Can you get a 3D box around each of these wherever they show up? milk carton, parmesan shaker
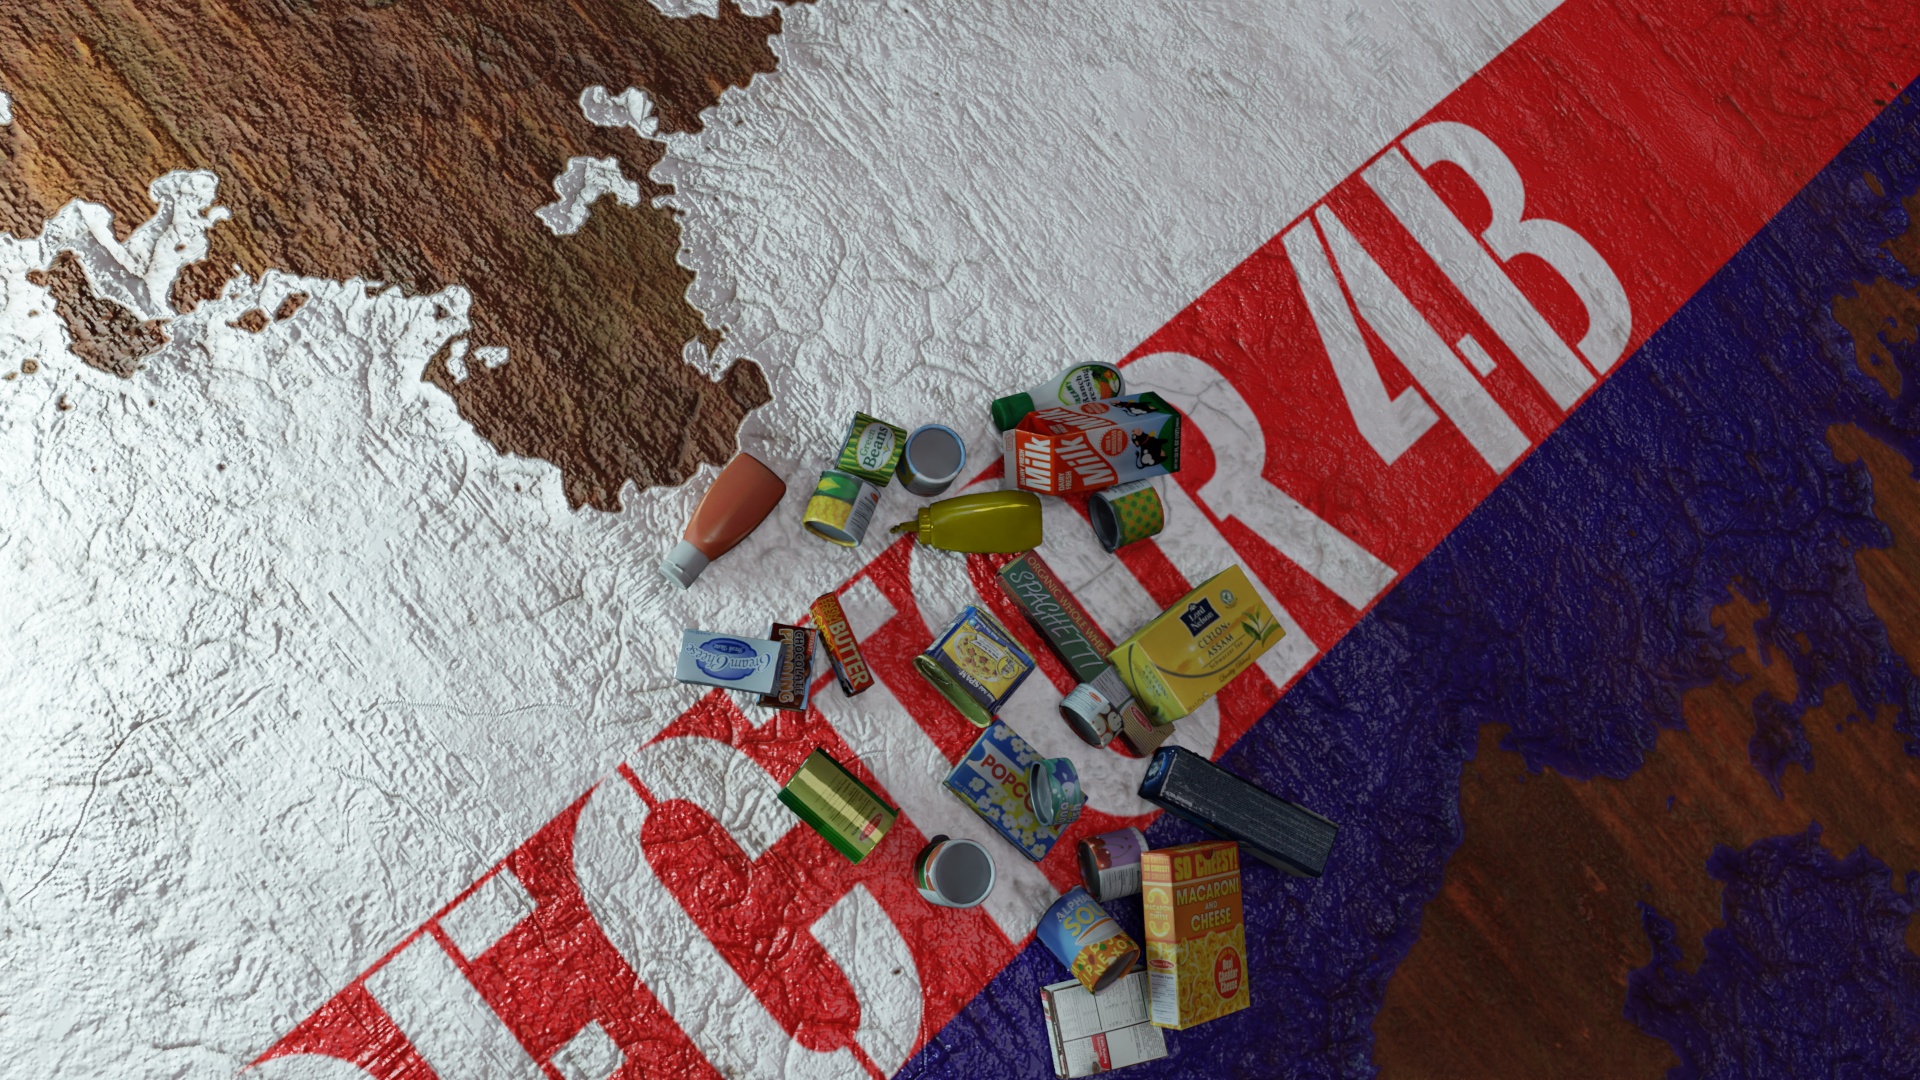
[{"bbox_3d":[0.137,-0.102,1.496,0.191,0.074,0.072,-12,119,-15],"label":"milk carton"},{"bbox_3d":[-0.119,0.258,1.363,0.103,0.071,0.071,41,71,-1],"label":"parmesan shaker"}]

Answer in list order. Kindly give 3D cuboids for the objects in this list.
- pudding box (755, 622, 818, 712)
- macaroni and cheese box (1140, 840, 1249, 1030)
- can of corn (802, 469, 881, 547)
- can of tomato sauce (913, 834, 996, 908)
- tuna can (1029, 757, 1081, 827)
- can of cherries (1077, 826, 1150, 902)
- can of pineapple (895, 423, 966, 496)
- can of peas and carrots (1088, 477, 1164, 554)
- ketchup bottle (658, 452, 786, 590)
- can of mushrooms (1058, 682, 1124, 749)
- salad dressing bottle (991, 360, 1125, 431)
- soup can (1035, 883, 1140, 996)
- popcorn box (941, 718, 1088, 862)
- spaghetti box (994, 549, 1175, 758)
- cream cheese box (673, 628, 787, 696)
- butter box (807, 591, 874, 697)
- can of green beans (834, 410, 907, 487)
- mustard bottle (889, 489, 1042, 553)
[{"bbox_3d":[-0.174,0.128,1.400,0.050,0.030,0.084,12,74,-11],"label":"pudding box"},{"bbox_3d":[0.237,0.392,1.393,0.124,0.040,0.166,5,80,-46],"label":"macaroni and cheese box"},{"bbox_3d":[-0.125,-0.033,1.434,0.071,0.071,0.058,23,73,-7],"label":"can of corn"},{"bbox_3d":[-0.006,0.325,1.365,0.071,0.083,0.071,3,77,-13],"label":"can of tomato sauce"},{"bbox_3d":[0.094,0.250,1.373,0.033,0.071,0.071,-4,78,-16],"label":"tuna can"},{"bbox_3d":[0.156,0.329,1.415,0.058,0.071,0.071,-10,79,-15],"label":"can of cherries"},{"bbox_3d":[-0.032,-0.087,1.473,0.071,0.057,0.071,3,76,-13],"label":"can of pineapple"},{"bbox_3d":[0.181,-0.027,1.507,0.059,0.070,0.071,-19,82,-18],"label":"can of peas and carrots"},{"bbox_3d":[-0.245,-0.017,1.411,0.065,0.043,0.149,38,71,-1],"label":"ketchup bottle"},{"bbox_3d":[0.137,0.184,1.445,0.033,0.071,0.071,-42,89,-19],"label":"can of mushrooms"},{"bbox_3d":[0.108,-0.156,1.531,0.148,0.044,0.064,-18,89,-17],"label":"salad dressing bottle"},{"bbox_3d":[0.127,0.393,1.369,0.071,0.071,0.084,-36,56,-19],"label":"soup can"},{"bbox_3d":[0.056,0.256,1.421,0.126,0.038,0.085,41,72,-2],"label":"popcorn box"},{"bbox_3d":[0.131,0.119,1.477,0.050,0.028,0.250,-38,88,-19],"label":"spaghetti box"},{"bbox_3d":[-0.227,0.121,1.373,0.104,0.024,0.053,7,76,12],"label":"cream cheese box"},{"bbox_3d":[-0.122,0.106,1.406,0.024,0.053,0.103,-22,83,-19],"label":"butter box"},{"bbox_3d":[-0.094,-0.095,1.455,0.058,0.071,0.071,21,73,-8],"label":"can of green beans"},{"bbox_3d":[0.005,-0.018,1.464,0.160,0.049,0.065,-2,112,-3],"label":"mustard bottle"}]
